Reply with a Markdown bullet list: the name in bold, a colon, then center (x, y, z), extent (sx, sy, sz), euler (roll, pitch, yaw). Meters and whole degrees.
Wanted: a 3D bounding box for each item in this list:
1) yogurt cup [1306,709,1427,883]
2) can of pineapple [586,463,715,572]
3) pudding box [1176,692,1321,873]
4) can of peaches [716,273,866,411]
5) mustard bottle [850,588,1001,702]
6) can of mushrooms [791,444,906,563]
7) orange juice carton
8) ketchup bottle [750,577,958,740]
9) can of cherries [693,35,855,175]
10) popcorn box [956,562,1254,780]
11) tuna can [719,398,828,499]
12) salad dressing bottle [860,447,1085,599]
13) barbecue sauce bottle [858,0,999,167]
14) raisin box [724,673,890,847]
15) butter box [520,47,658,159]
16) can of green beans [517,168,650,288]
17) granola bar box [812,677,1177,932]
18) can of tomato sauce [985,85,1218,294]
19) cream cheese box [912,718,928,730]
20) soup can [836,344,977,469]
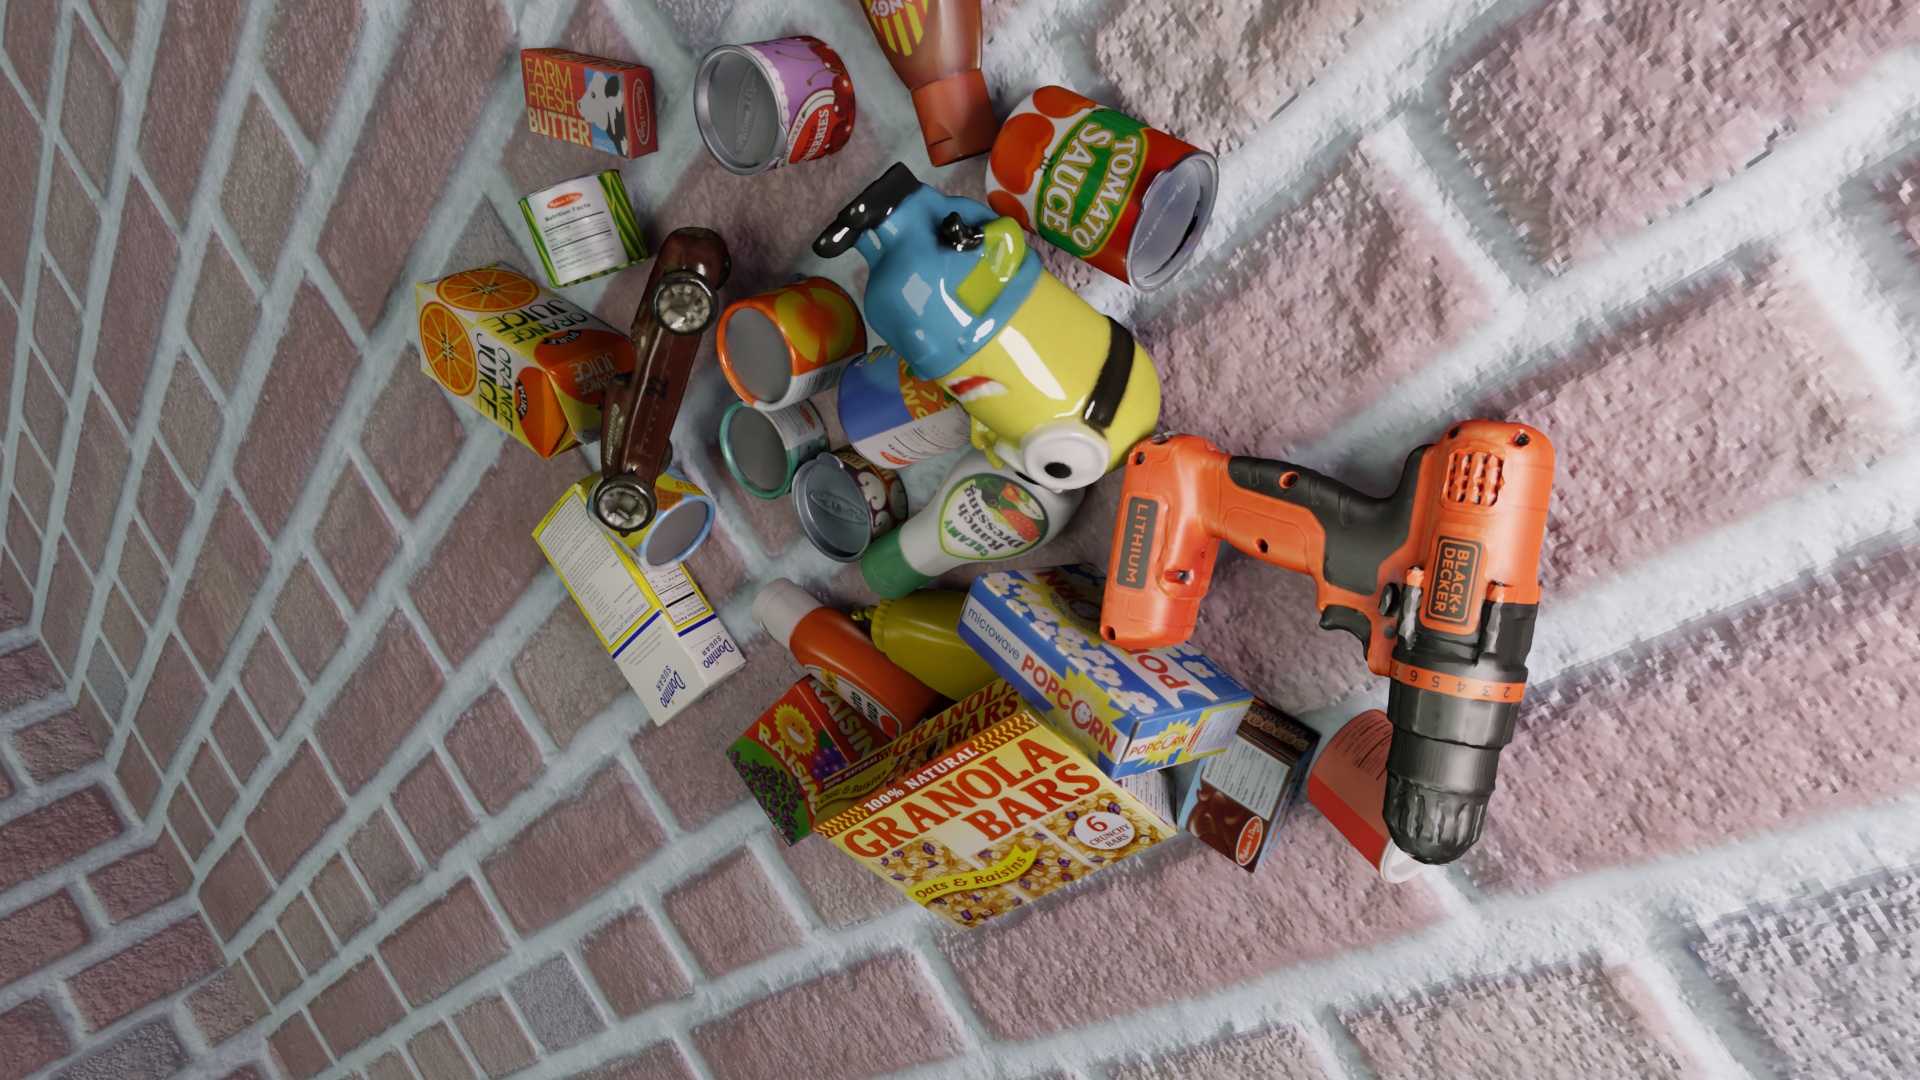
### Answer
- **yogurt cup**: center (0.198, 0.115, 0.640), extent (0.054, 0.072, 0.072), euler (39, 134, 38)
- **can of pineapple**: center (-0.209, -0.022, 0.944), extent (0.058, 0.071, 0.070), euler (39, 132, 21)
- **pudding box**: center (0.147, 0.124, 0.716), extent (0.050, 0.030, 0.083), euler (30, 129, 27)
- **can of peaches**: center (-0.099, -0.115, 0.800), extent (0.071, 0.058, 0.071), euler (21, 124, 34)
- **mustard bottle**: center (-0.004, 0.059, 0.806), extent (0.160, 0.049, 0.065), euler (18, 135, 37)
- **can of mushrooms**: center (-0.067, -0.025, 0.834), extent (0.071, 0.033, 0.070), euler (21, 124, 35)
- **orange juice carton**: center (-0.292, -0.120, 0.965), extent (0.193, 0.072, 0.072), euler (32, 130, 28)
- **ketchup bottle**: center (-0.069, 0.076, 0.876), extent (0.149, 0.044, 0.064), euler (35, 160, 26)
- **can of cherries**: center (-0.097, -0.230, 0.739), extent (0.071, 0.059, 0.071), euler (19, 122, 34)
- **popcorn box**: center (0.070, 0.061, 0.692), extent (0.127, 0.085, 0.038), euler (41, 122, 39)
- **tuna can**: center (-0.117, -0.059, 0.864), extent (0.071, 0.033, 0.070), euler (20, 123, 34)
- **salad dressing bottle**: center (0.003, -0.010, 0.760), extent (0.064, 0.044, 0.147), euler (45, 134, -15)
- **barbecue sauce bottle**: center (-0.018, -0.256, 0.664), extent (0.065, 0.044, 0.148), euler (-6, 107, 43)
- **raisin box**: center (-0.102, 0.148, 0.951), extent (0.086, 0.040, 0.122), euler (54, 137, 8)
- **butter box**: center (-0.233, -0.274, 0.866), extent (0.103, 0.024, 0.052), euler (23, 125, 33)
- **can of green beans**: center (-0.237, -0.197, 0.880), extent (0.071, 0.071, 0.057), euler (-7, 106, 44)
- **granola bar box**: center (0.018, 0.147, 0.773), extent (0.165, 0.039, 0.124), euler (-34, 118, 32)
- **can of tomato sauce**: center (0.062, -0.158, 0.621), extent (0.083, 0.071, 0.070), euler (34, 130, 26)
- **cream cheese box**: center (0.008, 0.147, 0.823), extent (0.104, 0.024, 0.053), euler (29, 136, -14)
- **soup can**: center (-0.015, -0.082, 0.735), extent (0.083, 0.072, 0.071), euler (-17, 99, 45)
